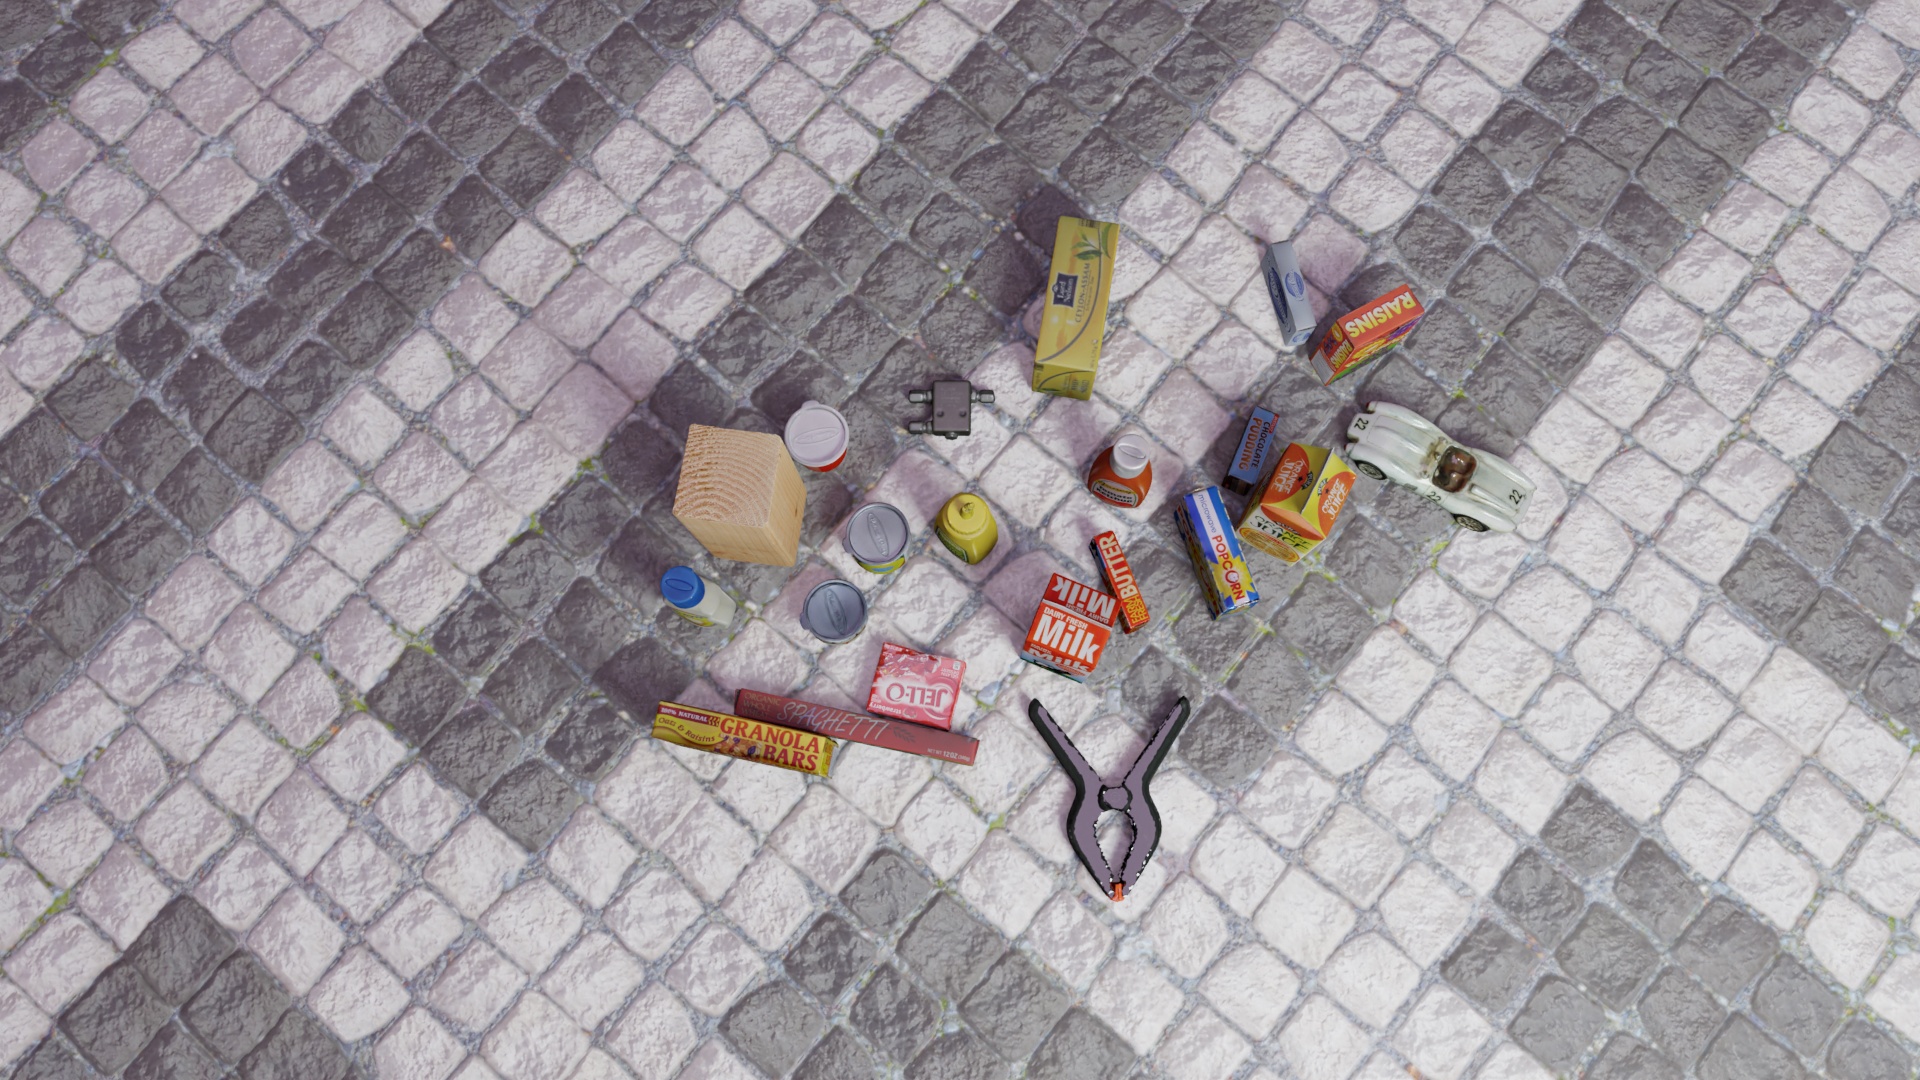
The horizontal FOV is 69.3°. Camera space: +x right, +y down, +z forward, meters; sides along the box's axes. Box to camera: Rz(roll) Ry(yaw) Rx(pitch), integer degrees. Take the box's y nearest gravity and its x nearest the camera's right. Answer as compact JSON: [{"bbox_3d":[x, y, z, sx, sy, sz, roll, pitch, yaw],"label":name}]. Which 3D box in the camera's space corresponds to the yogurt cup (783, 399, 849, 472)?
[{"bbox_3d":[-0.150,-0.105,1.467,0.072,0.054,0.072,0,78,0],"label":"yogurt cup"}]

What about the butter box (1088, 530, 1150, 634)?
[{"bbox_3d":[0.164,0.044,1.433,0.024,0.053,0.103,-21,78,-4],"label":"butter box"}]

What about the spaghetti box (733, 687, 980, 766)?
[{"bbox_3d":[-0.105,0.189,1.404,0.250,0.050,0.029,11,78,3],"label":"spaghetti box"}]

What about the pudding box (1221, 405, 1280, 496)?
[{"bbox_3d":[0.306,-0.094,1.464,0.030,0.049,0.084,23,79,5],"label":"pudding box"}]

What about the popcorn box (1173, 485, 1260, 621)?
[{"bbox_3d":[0.261,0.014,1.422,0.038,0.085,0.127,-18,78,-3],"label":"popcorn box"}]

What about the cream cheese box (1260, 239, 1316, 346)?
[{"bbox_3d":[0.354,-0.266,1.500,0.024,0.053,0.104,-13,78,-2],"label":"cream cheese box"}]

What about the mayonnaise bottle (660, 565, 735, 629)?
[{"bbox_3d":[-0.266,0.057,1.384,0.065,0.148,0.041,16,79,4],"label":"mayonnaise bottle"}]

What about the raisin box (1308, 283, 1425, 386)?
[{"bbox_3d":[0.423,-0.213,1.452,0.086,0.123,0.040,-27,79,-5],"label":"raisin box"}]

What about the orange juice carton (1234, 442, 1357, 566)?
[{"bbox_3d":[0.333,-0.038,1.378,0.073,0.192,0.072,28,80,6],"label":"orange juice carton"}]

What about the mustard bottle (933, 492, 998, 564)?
[{"bbox_3d":[0.005,-0.017,1.393,0.065,0.160,0.049,41,81,8],"label":"mustard bottle"}]

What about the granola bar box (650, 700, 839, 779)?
[{"bbox_3d":[-0.208,0.196,1.365,0.166,0.124,0.039,12,78,3],"label":"granola bar box"}]

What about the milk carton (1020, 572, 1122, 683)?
[{"bbox_3d":[0.107,0.085,1.354,0.072,0.190,0.073,22,79,5],"label":"milk carton"}]

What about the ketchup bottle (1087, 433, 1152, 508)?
[{"bbox_3d":[0.166,-0.072,1.409,0.065,0.148,0.043,21,79,5],"label":"ketchup bottle"}]

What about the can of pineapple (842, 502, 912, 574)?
[{"bbox_3d":[-0.086,-0.001,1.442,0.071,0.057,0.071,0,78,0],"label":"can of pineapple"}]

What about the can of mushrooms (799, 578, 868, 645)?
[{"bbox_3d":[-0.131,0.075,1.438,0.071,0.033,0.071,0,78,0],"label":"can of mushrooms"}]
